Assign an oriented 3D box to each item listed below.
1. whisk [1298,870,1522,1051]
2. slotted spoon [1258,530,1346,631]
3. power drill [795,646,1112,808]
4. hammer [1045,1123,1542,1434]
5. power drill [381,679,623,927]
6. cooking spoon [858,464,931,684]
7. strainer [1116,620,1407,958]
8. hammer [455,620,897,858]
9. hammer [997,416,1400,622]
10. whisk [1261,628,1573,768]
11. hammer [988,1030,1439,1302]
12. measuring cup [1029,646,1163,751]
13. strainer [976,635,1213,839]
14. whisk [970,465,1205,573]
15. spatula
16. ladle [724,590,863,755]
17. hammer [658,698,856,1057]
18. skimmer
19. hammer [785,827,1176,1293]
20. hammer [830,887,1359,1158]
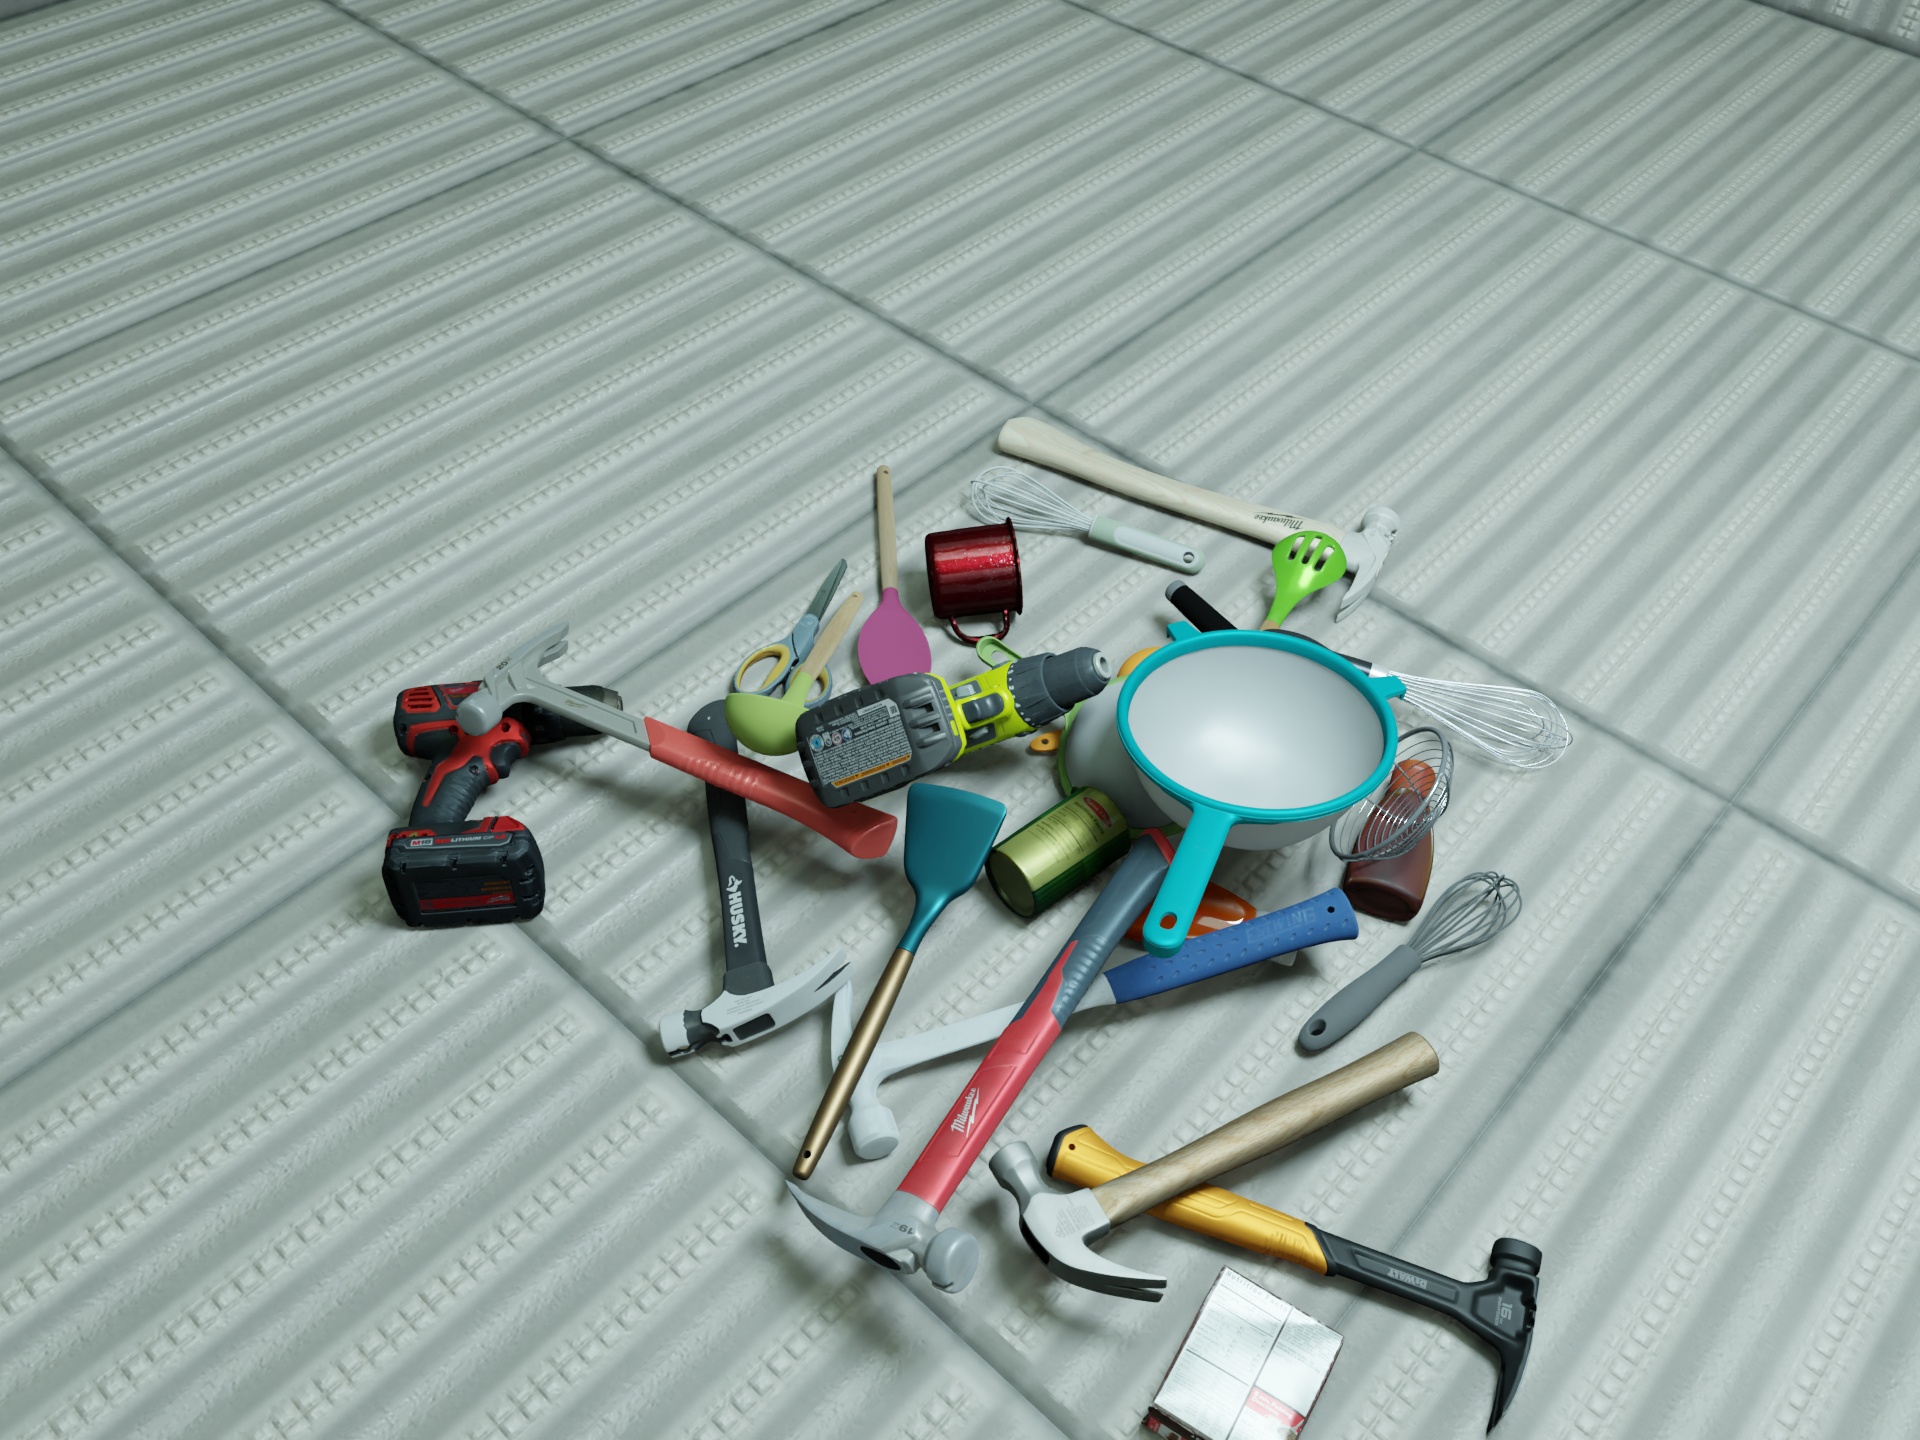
[{"bbox_3d":[0.350,0.187,1.235,0.239,0.055,0.055,-32,57,-23],"label":"whisk"},{"bbox_3d":[0.275,-0.067,1.444,0.070,0.031,0.314,23,60,17],"label":"slotted spoon"},{"bbox_3d":[-0.002,-0.004,1.253,0.228,0.190,0.080,-16,86,-57],"label":"power drill"},{"bbox_3d":[0.217,0.357,1.078,0.337,0.034,0.127,18,48,13],"label":"hammer"},{"bbox_3d":[-0.372,0.052,1.299,0.188,0.080,0.227,-4,45,-7],"label":"power drill"},{"bbox_3d":[-0.068,-0.140,1.523,0.068,0.017,0.319,7,47,-13],"label":"cooking spoon"},{"bbox_3d":[0.198,0.070,1.186,0.211,0.095,0.340,16,46,17],"label":"strainer"},{"bbox_3d":[-0.215,0.022,1.284,0.359,0.036,0.149,21,36,12],"label":"hammer"},{"bbox_3d":[0.223,-0.218,1.598,0.411,0.038,0.146,22,52,17],"label":"hammer"},{"bbox_3d":[0.397,-0.028,1.398,0.284,0.070,0.070,20,50,7],"label":"whisk"},{"bbox_3d":[0.193,0.292,1.094,0.331,0.031,0.130,-19,50,-21],"label":"hammer"},{"bbox_3d":[0.141,-0.014,1.396,0.173,0.052,0.095,-16,51,-19],"label":"measuring cup"},{"bbox_3d":[0.110,-0.009,1.341,0.256,0.069,0.151,35,80,22],"label":"strainer"},{"bbox_3d":[0.124,-0.194,1.565,0.246,0.059,0.058,20,88,10],"label":"whisk"},{"bbox_3d":[-0.054,0.185,1.160,0.082,0.044,0.318,13,54,18],"label":"spatula"},{"bbox_3d":[-0.125,-0.057,1.359,0.078,0.062,0.320,12,28,6],"label":"ladle"},{"bbox_3d":[-0.177,0.106,1.270,0.146,0.035,0.335,-18,46,3],"label":"hammer"},{"bbox_3d":[0.272,-0.020,1.337,0.127,0.090,0.364,-51,51,14],"label":"skimmer"},{"bbox_3d":[0.038,0.214,1.121,0.143,0.038,0.386,11,47,36],"label":"hammer"},{"bbox_3d":[0.098,0.197,1.185,0.405,0.035,0.144,-16,50,-7],"label":"hammer"}]
